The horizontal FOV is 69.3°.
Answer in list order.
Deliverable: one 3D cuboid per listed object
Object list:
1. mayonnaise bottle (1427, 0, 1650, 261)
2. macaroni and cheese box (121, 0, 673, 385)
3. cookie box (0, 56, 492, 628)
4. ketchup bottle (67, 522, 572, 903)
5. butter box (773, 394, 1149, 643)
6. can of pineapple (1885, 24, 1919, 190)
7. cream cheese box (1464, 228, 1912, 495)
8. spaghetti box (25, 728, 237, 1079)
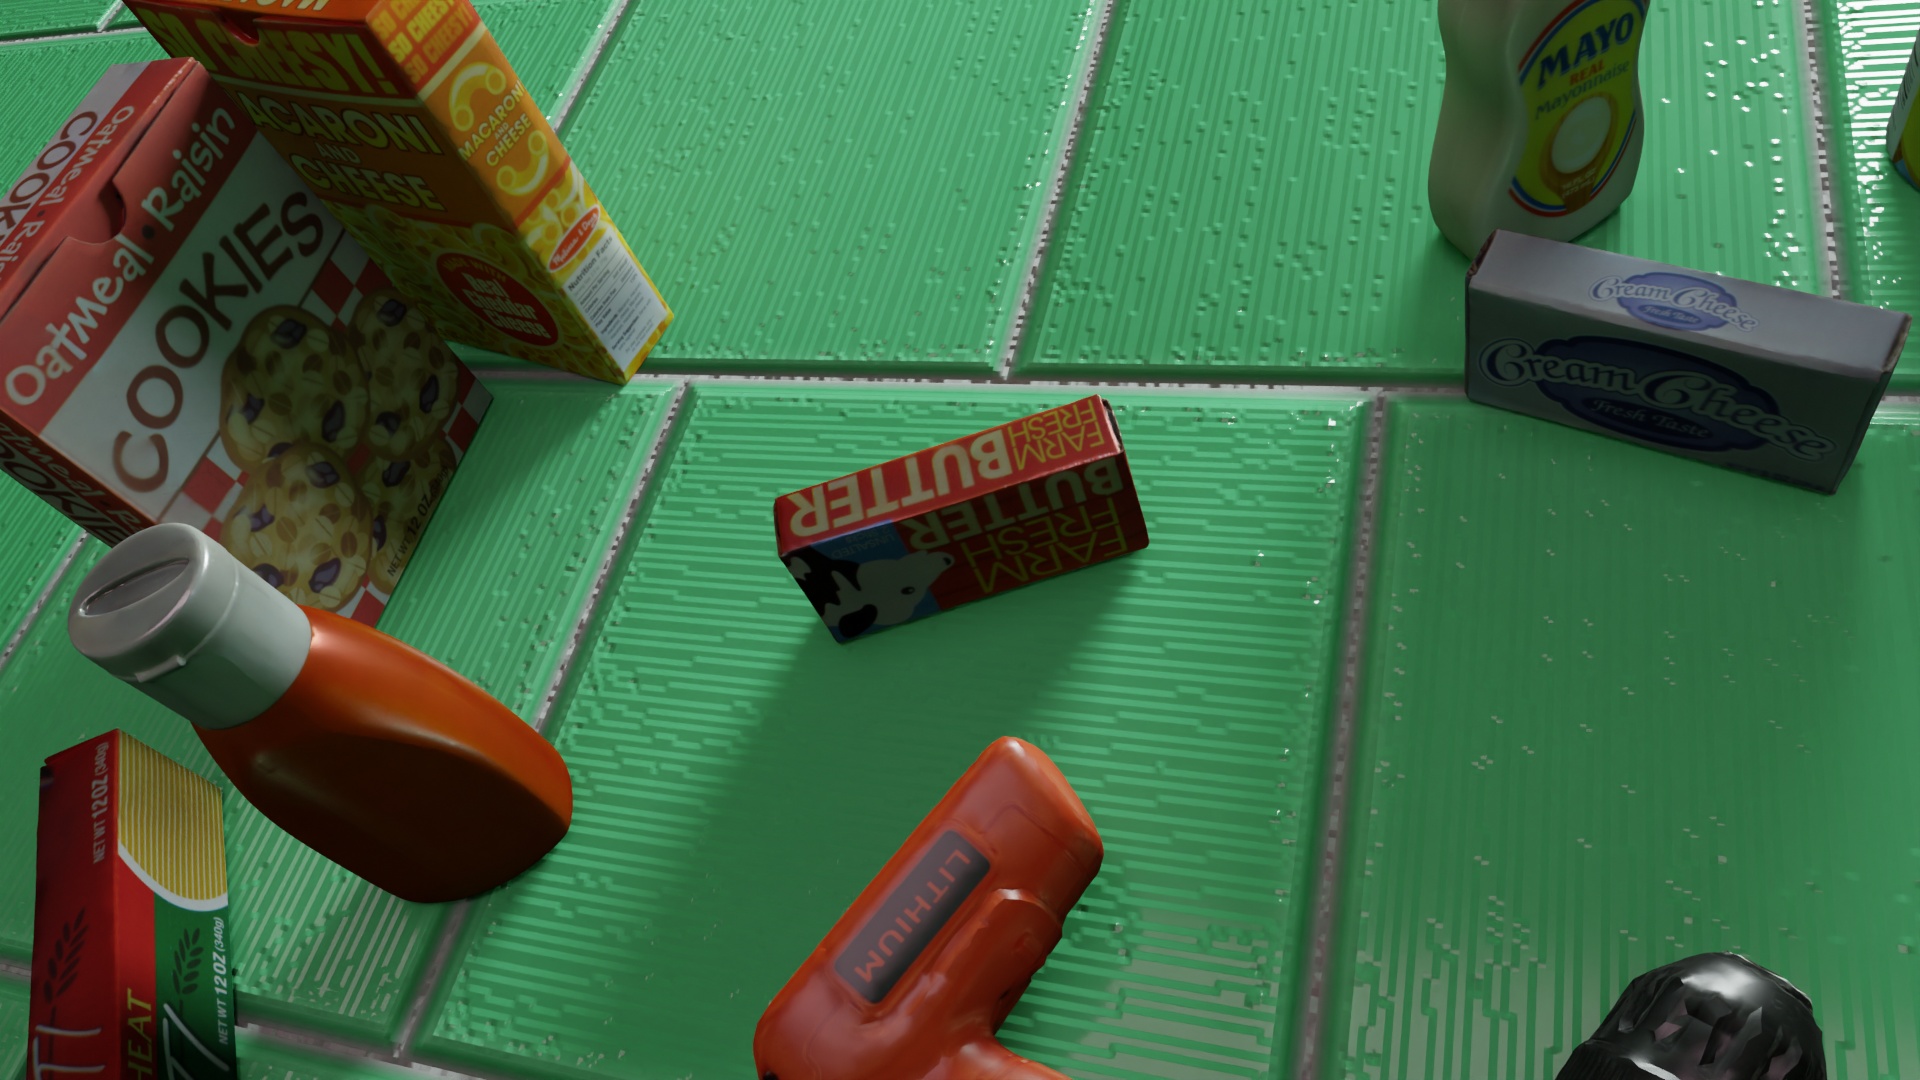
[{"bbox_3d":[0.167,-0.147,0.397,0.065,0.147,0.041,-28,53,-1],"label":"mayonnaise bottle"},{"bbox_3d":[-0.193,-0.132,0.495,0.124,0.165,0.040,16,64,27],"label":"macaroni and cheese box"},{"bbox_3d":[-0.235,-0.051,0.453,0.040,0.166,0.123,4,58,21],"label":"cookie box"},{"bbox_3d":[-0.166,0.051,0.373,0.065,0.148,0.044,-24,53,2],"label":"ketchup bottle"},{"bbox_3d":[0.001,-0.005,0.414,0.103,0.053,0.024,-18,53,7],"label":"butter box"},{"bbox_3d":[0.311,-0.135,0.396,0.071,0.057,0.071,-9,55,13],"label":"can of pineapple"},{"bbox_3d":[0.192,-0.049,0.380,0.104,0.053,0.024,21,66,29],"label":"cream cheese box"},{"bbox_3d":[-0.223,0.164,0.376,0.029,0.050,0.251,-27,53,0],"label":"spaghetti box"}]
